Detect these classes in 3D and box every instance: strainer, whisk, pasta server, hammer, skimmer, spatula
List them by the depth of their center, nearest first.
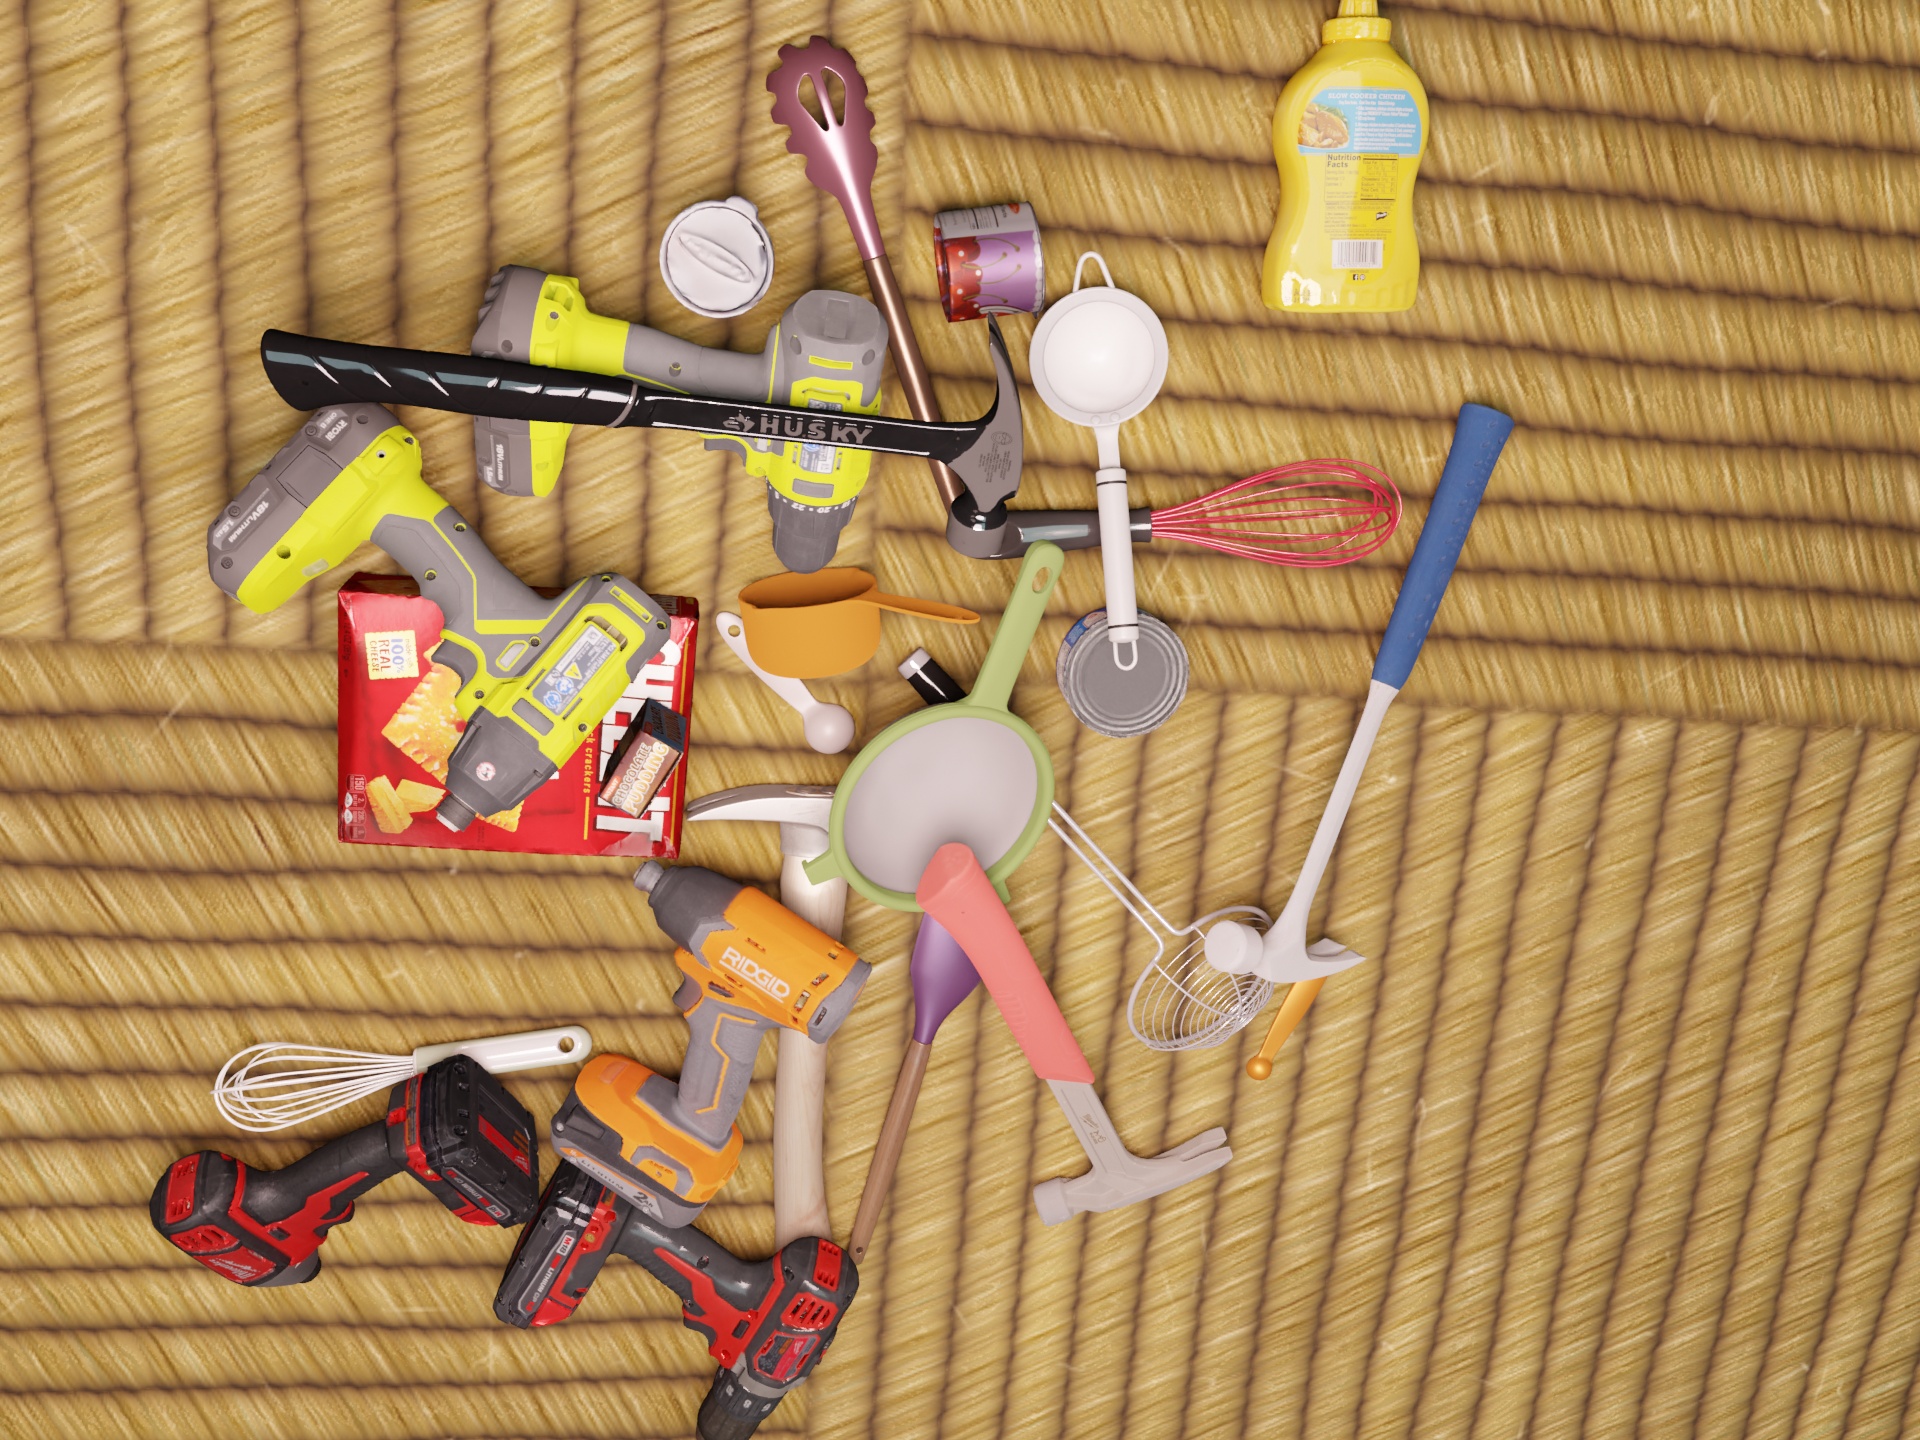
[{"bbox_3d":[-0.164,-0.173,0.864,0.409,0.036,0.149,5,137,-8],"label":"hammer"},{"bbox_3d":[-0.045,-0.258,0.978,0.060,0.040,0.316,-20,108,-2],"label":"pasta server"},{"bbox_3d":[-0.002,-0.003,0.998,0.151,0.069,0.256,11,111,-29],"label":"strainer"},{"bbox_3d":[0.093,-0.160,1.001,0.087,0.050,0.258,-5,89,9],"label":"strainer"},{"bbox_3d":[0.142,-0.128,1.038,0.296,0.073,0.073,-4,107,-1],"label":"whisk"},{"bbox_3d":[-0.374,0.233,1.071,0.246,0.059,0.058,-6,79,-11],"label":"whisk"},{"bbox_3d":[0.285,-0.013,1.073,0.144,0.035,0.405,17,95,-43],"label":"hammer"},{"bbox_3d":[0.068,0.215,1.080,0.149,0.037,0.358,-22,125,5],"label":"hammer"},{"bbox_3d":[0.085,0.088,1.105,0.127,0.090,0.363,-43,97,1],"label":"skimmer"},{"bbox_3d":[-0.120,0.242,1.115,0.146,0.038,0.410,1,106,-7],"label":"hammer"},{"bbox_3d":[-0.032,0.252,1.141,0.059,0.018,0.316,15,103,-13],"label":"spatula"}]

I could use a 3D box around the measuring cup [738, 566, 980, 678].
[{"bbox_3d":[-0.059,-0.053,0.981,0.174,0.095,0.052,12,117,33],"label":"measuring cup"}]

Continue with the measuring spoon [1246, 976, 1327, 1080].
[{"bbox_3d":[0.246,0.218,1.175,0.021,0.011,0.117,25,101,-15],"label":"measuring spoon"}]

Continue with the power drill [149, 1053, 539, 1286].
[{"bbox_3d":[-0.401,0.314,1.060,0.219,0.079,0.143,-20,136,3],"label":"power drill"}]

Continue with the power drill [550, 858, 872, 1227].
[{"bbox_3d":[-0.179,0.204,1.047,0.164,0.084,0.226,33,110,2],"label":"power drill"}]

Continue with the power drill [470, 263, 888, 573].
[{"bbox_3d":[-0.164,-0.174,0.944,0.228,0.080,0.190,8,139,-7],"label":"power drill"}]

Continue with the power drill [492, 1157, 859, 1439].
[{"bbox_3d":[-0.205,0.413,1.115,0.226,0.080,0.188,27,109,-10],"label":"power drill"}]

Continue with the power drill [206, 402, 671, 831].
[{"bbox_3d":[-0.302,-0.059,0.906,0.223,0.080,0.171,40,77,-7],"label":"power drill"}]

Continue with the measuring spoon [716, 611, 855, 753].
[{"bbox_3d":[-0.116,-0.024,1.047,0.034,0.018,0.124,-42,107,5],"label":"measuring spoon"}]
